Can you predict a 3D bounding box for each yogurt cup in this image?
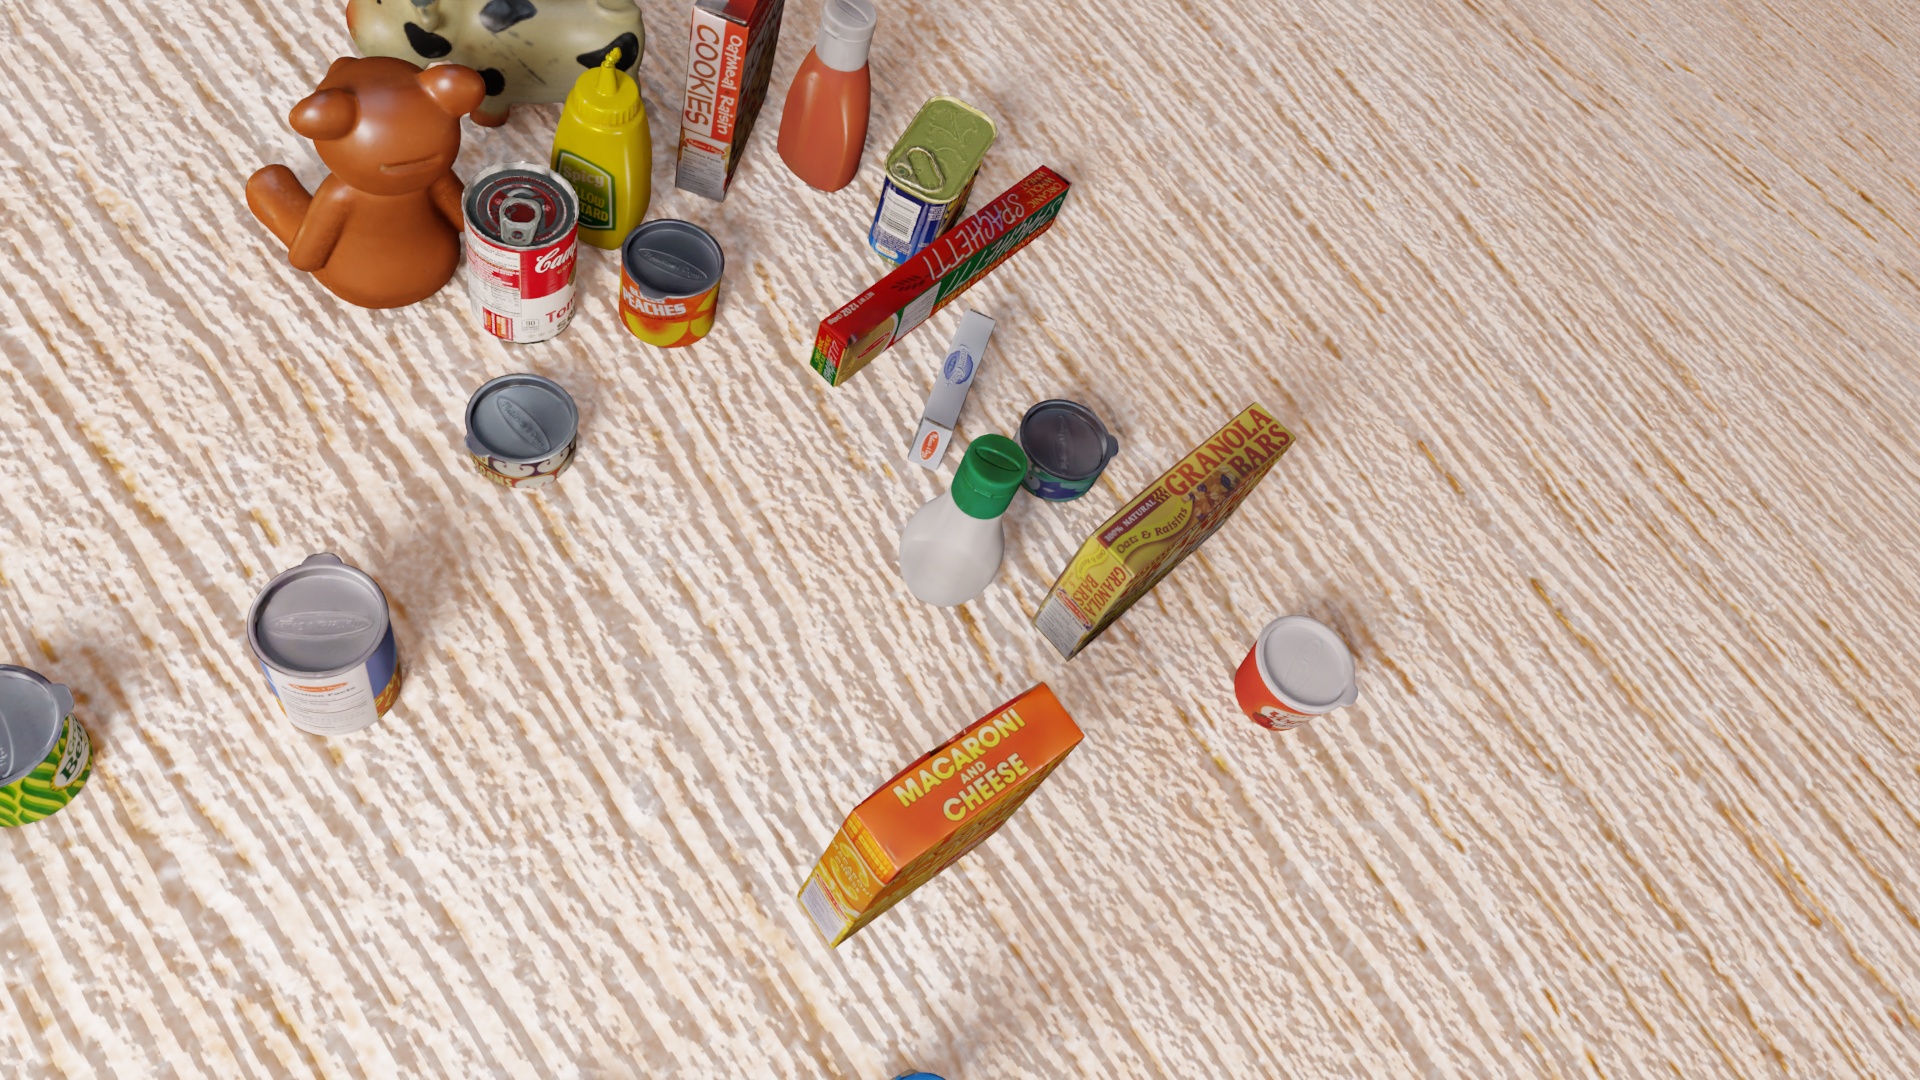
[{"bbox_3d":[0.213,0.089,0.903,0.072,0.053,0.073,7,60,-13],"label":"yogurt cup"}]

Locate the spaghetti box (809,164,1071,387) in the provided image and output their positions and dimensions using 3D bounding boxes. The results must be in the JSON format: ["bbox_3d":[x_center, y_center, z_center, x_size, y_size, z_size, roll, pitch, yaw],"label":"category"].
[{"bbox_3d":[-0.010,-0.194,0.999,0.029,0.050,0.251,43,59,9],"label":"spaghetti box"}]

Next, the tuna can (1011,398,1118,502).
[{"bbox_3d":[0.070,-0.061,0.958,0.071,0.032,0.071,7,60,-13],"label":"tuna can"}]

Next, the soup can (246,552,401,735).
[{"bbox_3d":[-0.335,0.057,0.739,0.071,0.083,0.071,7,60,-13],"label":"soup can"}]

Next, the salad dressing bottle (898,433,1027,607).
[{"bbox_3d":[0.003,-0.011,0.841,0.064,0.147,0.044,25,58,-2],"label":"salad dressing bottle"}]

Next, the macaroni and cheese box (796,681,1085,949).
[{"bbox_3d":[-0.015,0.148,0.734,0.124,0.165,0.040,-30,74,-28],"label":"macaroni and cheese box"}]

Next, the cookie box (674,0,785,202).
[{"bbox_3d":[-0.156,-0.339,0.968,0.040,0.166,0.123,18,58,-7],"label":"cookie box"}]

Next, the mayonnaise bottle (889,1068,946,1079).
[{"bbox_3d":[-0.034,0.284,0.662,0.065,0.147,0.041,-37,77,-30],"label":"mayonnaise bottle"}]

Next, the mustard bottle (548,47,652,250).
[{"bbox_3d":[-0.233,-0.258,0.904,0.065,0.159,0.049,25,58,-2],"label":"mustard bottle"}]

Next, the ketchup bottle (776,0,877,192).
[{"bbox_3d":[-0.091,-0.318,0.987,0.065,0.148,0.044,40,58,7],"label":"ketchup bottle"}]

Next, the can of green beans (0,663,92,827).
[{"bbox_3d":[-0.474,0.102,0.687,0.071,0.057,0.071,7,60,-13],"label":"can of green beans"}]

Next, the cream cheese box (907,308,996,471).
[{"bbox_3d":[-0.006,-0.103,0.946,0.024,0.053,0.104,22,58,-4],"label":"cream cheese box"}]

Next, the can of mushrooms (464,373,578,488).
[{"bbox_3d":[-0.273,-0.066,0.858,0.071,0.033,0.071,7,60,-13],"label":"can of mushrooms"}]

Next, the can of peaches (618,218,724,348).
[{"bbox_3d":[-0.195,-0.169,0.925,0.071,0.057,0.071,7,60,-13],"label":"can of peaches"}]

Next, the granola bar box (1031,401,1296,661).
[{"bbox_3d":[0.128,-0.006,0.890,0.166,0.123,0.039,-37,77,-30],"label":"granola bar box"}]
